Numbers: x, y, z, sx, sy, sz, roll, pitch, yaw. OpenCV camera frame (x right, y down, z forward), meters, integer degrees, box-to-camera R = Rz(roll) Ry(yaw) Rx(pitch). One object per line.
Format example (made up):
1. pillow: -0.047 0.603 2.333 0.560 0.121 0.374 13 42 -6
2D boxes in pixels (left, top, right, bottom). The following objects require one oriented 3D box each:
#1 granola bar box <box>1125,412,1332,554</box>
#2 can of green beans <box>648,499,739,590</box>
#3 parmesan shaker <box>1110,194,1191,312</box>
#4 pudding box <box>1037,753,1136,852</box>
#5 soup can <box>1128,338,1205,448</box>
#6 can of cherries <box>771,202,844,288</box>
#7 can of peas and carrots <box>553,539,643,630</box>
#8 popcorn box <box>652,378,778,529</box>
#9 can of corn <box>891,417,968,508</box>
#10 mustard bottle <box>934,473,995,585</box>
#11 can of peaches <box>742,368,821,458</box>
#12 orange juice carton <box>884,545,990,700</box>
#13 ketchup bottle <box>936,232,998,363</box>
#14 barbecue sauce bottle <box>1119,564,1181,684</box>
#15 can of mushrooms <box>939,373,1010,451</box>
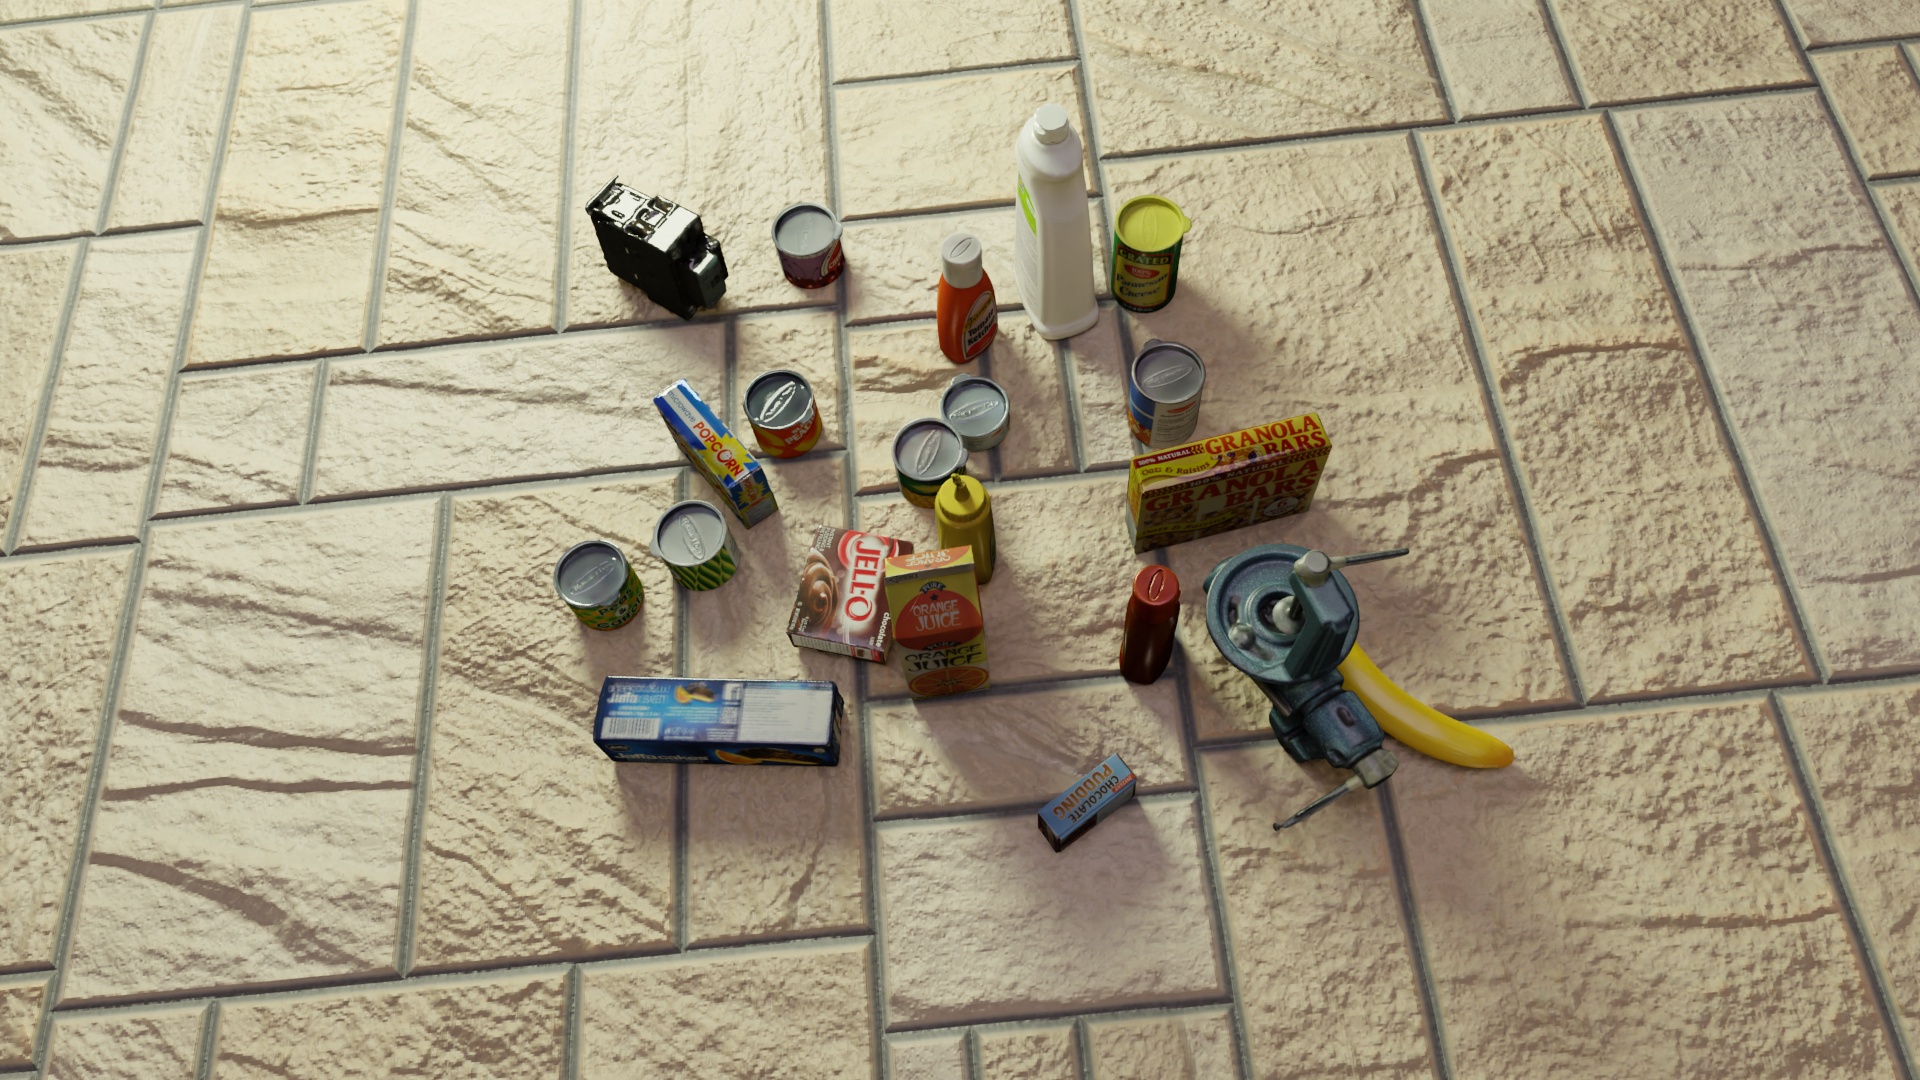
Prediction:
1. granola bar box: 0.229 -0.049 1.214 0.166 0.123 0.039 -14 64 -3
2. can of green beans: -0.238 0.005 1.254 0.071 0.057 0.071 -1 64 3
3. parmesan shaker: 0.182 -0.274 1.338 0.071 0.102 0.071 -1 64 3
4. pudding box: 0.103 0.215 1.135 0.084 0.049 0.030 -35 67 -13
5. soup can: 0.188 -0.135 1.281 0.071 0.083 0.071 -1 64 3
6. can of cherries: -0.150 -0.295 1.394 0.071 0.058 0.072 -1 64 3
7. can of peas and carrots: -0.321 0.042 1.240 0.071 0.058 0.071 -1 64 3
8. popcorn box: -0.225 -0.080 1.279 0.038 0.085 0.127 -37 68 -13
9. can of corn: -0.025 -0.070 1.277 0.071 0.058 0.071 -1 64 3
10. mustard bottle: 0.004 -0.015 1.192 0.049 0.159 0.065 -2 64 3
11. can of peaches: -0.165 -0.117 1.309 0.071 0.057 0.071 -1 64 3
12. orange juice carton: -0.018 0.063 1.137 0.072 0.192 0.073 -8 64 0
13. ketchup bottle: 0.004 -0.229 1.303 0.043 0.148 0.065 37 72 19
14. barbecue sauce bottle: 0.158 0.066 1.149 0.044 0.148 0.065 18 67 12
15. can of mushrooms: 0.013 -0.121 1.313 0.071 0.033 0.071 -1 64 3
